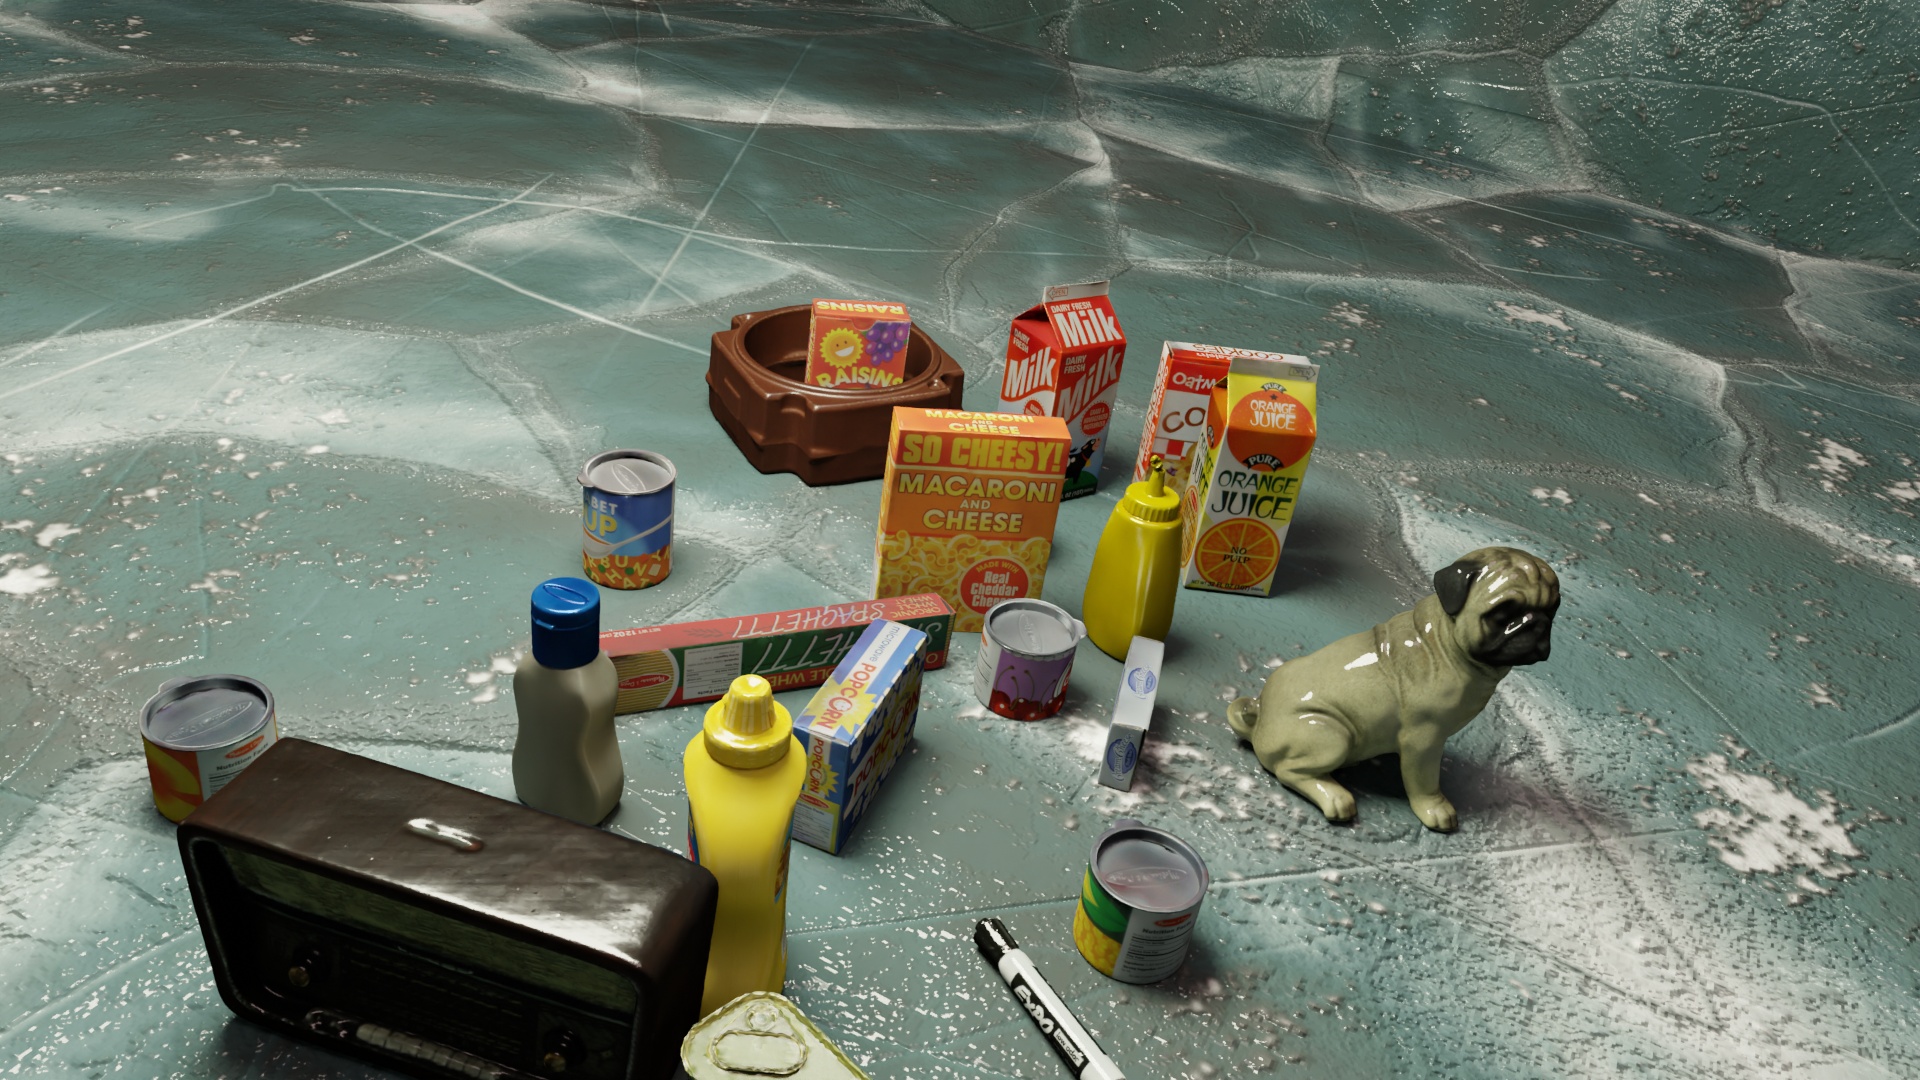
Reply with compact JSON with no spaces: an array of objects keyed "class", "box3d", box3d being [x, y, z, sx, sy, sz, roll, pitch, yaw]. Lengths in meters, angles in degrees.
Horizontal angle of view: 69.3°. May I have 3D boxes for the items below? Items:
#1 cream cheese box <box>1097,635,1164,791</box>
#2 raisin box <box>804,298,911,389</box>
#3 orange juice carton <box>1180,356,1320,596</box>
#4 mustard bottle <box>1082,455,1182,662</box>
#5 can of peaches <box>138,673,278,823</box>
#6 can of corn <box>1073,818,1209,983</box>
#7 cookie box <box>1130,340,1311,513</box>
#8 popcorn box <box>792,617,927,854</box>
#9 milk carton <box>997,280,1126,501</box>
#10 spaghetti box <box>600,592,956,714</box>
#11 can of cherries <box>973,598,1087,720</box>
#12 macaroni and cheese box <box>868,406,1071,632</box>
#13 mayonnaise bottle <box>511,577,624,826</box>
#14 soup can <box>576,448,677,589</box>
[{"class":"cream cheese box","box3d":[0.115,0.114,0.929,0.024,0.053,0.104,14,31,8]},{"class":"raisin box","box3d":[-0.095,-0.151,1.241,0.086,0.122,0.040,2,31,-13]},{"class":"orange juice carton","box3d":[0.227,-0.056,1.105,0.072,0.191,0.073,7,31,-5]},{"class":"mustard bottle","box3d":[0.130,0.010,1.002,0.049,0.159,0.065,-16,39,-36]},{"class":"can of peaches","box3d":[-0.418,0.116,0.776,0.071,0.057,0.071,7,31,-4]},{"class":"can of corn","box3d":[0.099,0.201,0.777,0.071,0.058,0.071,7,31,-4]},{"class":"cookie box","box3d":[0.216,-0.079,1.165,0.123,0.166,0.040,5,31,-7]},{"class":"popcorn box","box3d":[-0.063,0.116,0.847,0.038,0.084,0.127,17,32,13]},{"class":"milk carton","box3d":[0.085,-0.132,1.193,0.072,0.189,0.073,-13,37,-33]},{"class":"spaghetti box","box3d":[-0.124,0.075,0.932,0.251,0.050,0.029,-6,34,-24]},{"class":"can of cherries","box3d":[0.048,0.082,0.958,0.071,0.058,0.072,7,31,-4]},{"class":"macaroni and cheese box","box3d":[0.004,-0.013,0.998,0.124,0.165,0.040,3,31,-11]},{"class":"mayonnaise bottle","box3d":[-0.222,0.091,0.784,0.065,0.147,0.041,18,32,15]},{"class":"soup can","box3d":[-0.245,-0.015,1.015,0.071,0.083,0.072,7,31,-4]}]
